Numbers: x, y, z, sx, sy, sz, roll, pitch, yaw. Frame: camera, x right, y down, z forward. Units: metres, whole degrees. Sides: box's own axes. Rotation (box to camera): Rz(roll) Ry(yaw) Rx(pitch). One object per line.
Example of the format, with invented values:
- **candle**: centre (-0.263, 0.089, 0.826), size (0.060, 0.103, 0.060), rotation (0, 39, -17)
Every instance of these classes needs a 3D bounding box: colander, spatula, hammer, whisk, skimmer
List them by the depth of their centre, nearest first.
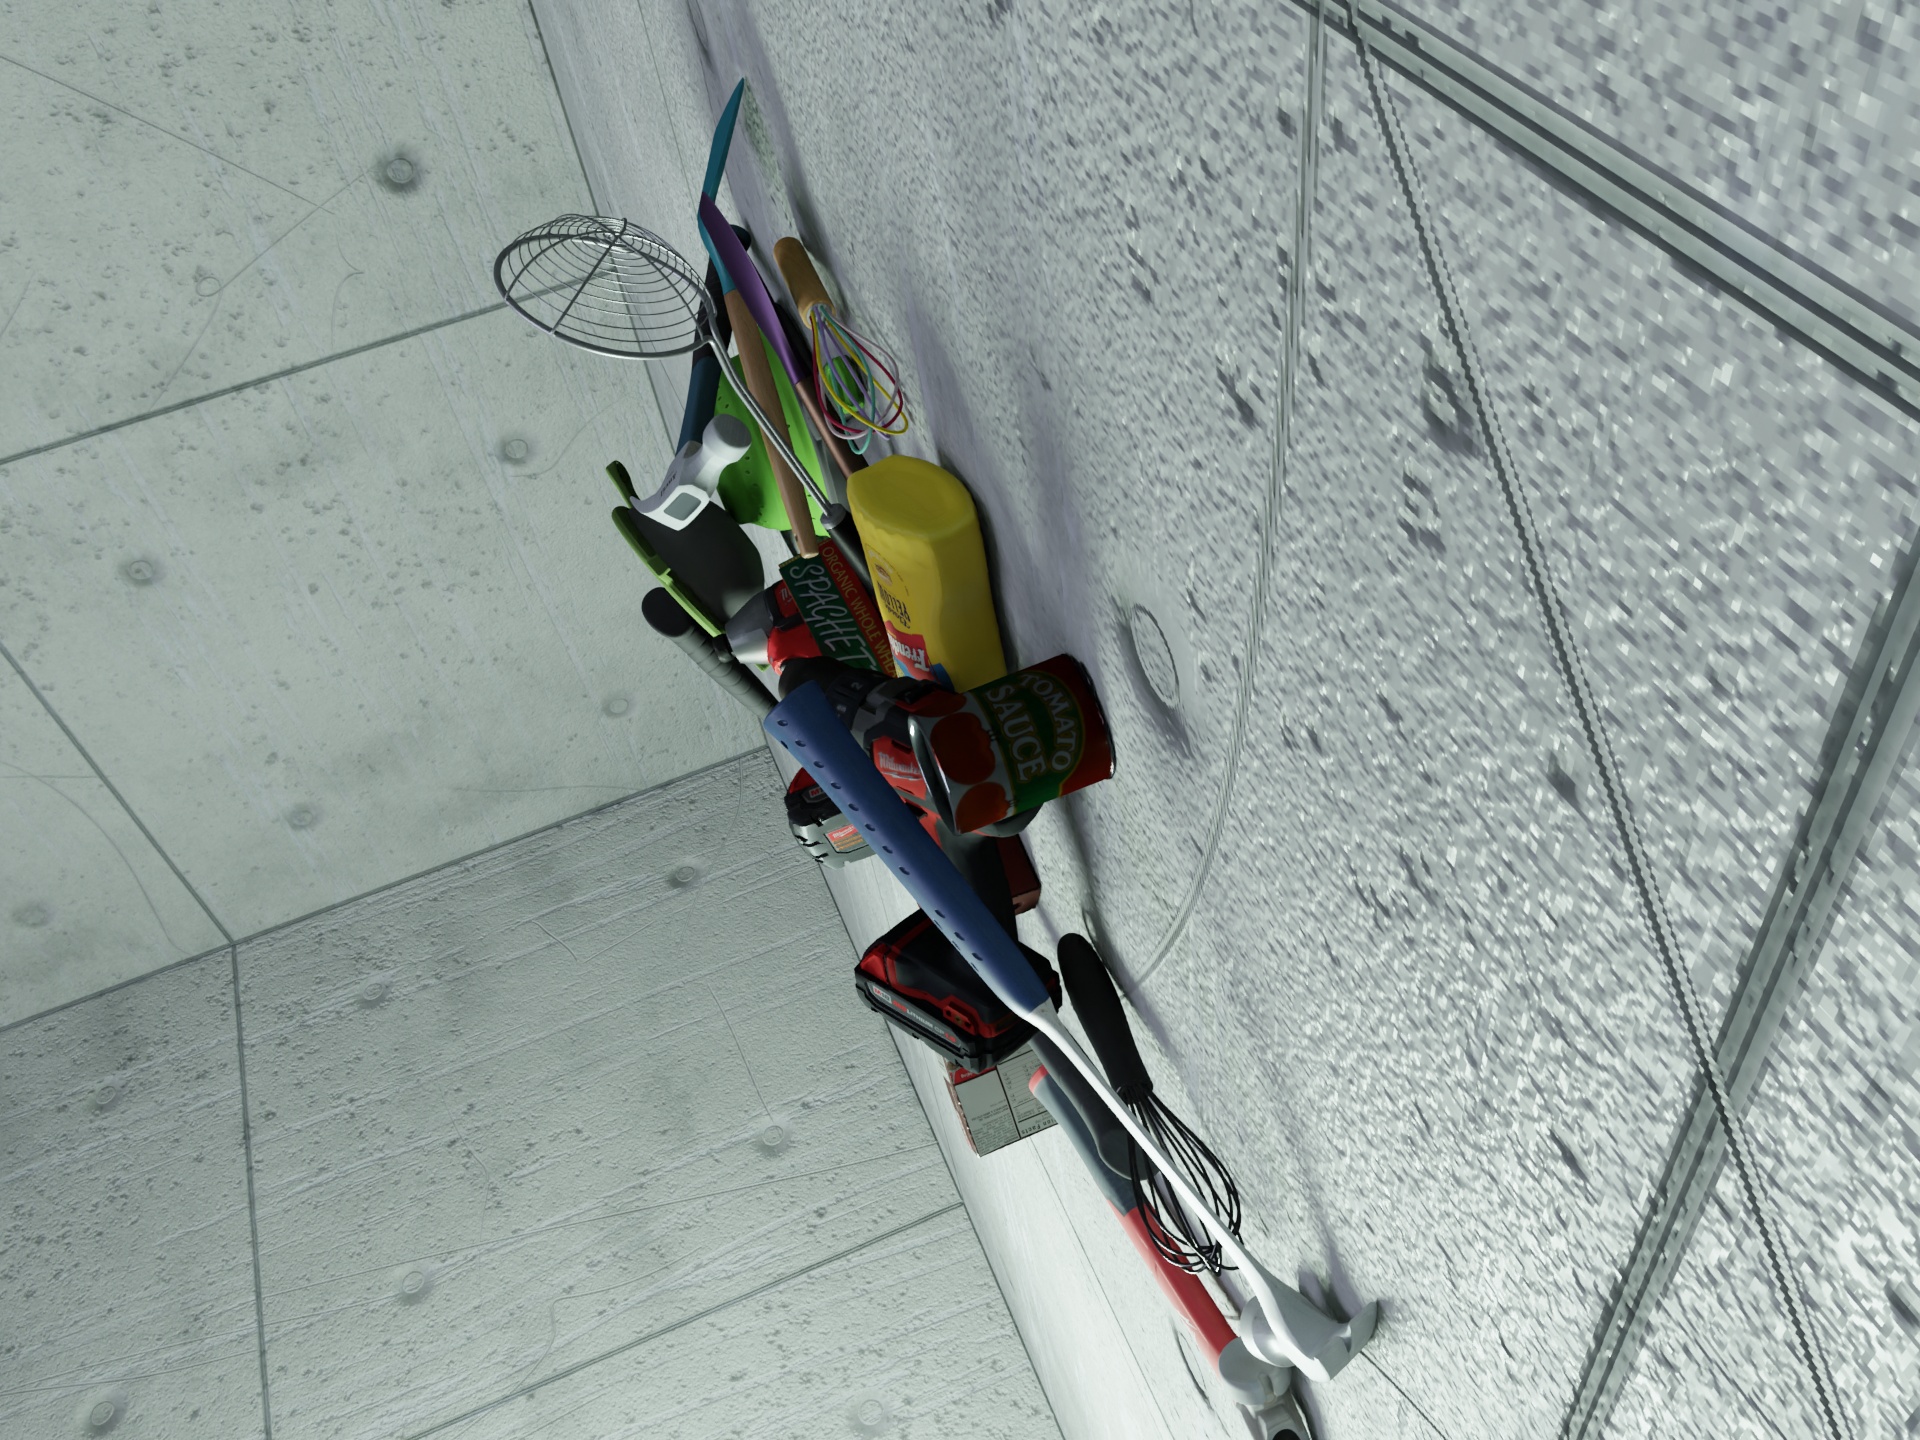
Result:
- **hammer**: centre (0.045, 0.143, 0.755), size (0.405, 0.035, 0.144), rotation (50, 165, 8)
- **whisk**: centre (0.100, 0.208, 0.896), size (0.239, 0.055, 0.055), rotation (-114, 9, -47)
- **whisk**: centre (-0.079, -0.237, 0.979), size (0.245, 0.047, 0.051), rotation (-114, 21, -46)
- **skimmer**: centre (-0.138, -0.163, 0.998), size (0.362, 0.090, 0.127), rotation (53, -154, -32)
- **spatula**: centre (-0.087, -0.195, 1.014), size (0.316, 0.018, 0.060), rotation (60, 166, -2)
- **hammer**: centre (0.128, 0.350, 1.046), size (0.387, 0.038, 0.143), rotation (-131, 21, -65)
- **spatula**: centre (-0.133, -0.264, 1.064), size (0.082, 0.044, 0.317), rotation (-21, 84, 65)
- **hammer**: centre (0.026, 0.178, 1.143), size (0.149, 0.036, 0.409), rotation (31, -169, -40)
- **hammer**: centre (-0.184, -0.265, 1.169), size (0.128, 0.033, 0.331), rotation (-43, 33, 37)
- **colander**: centre (-0.141, -0.216, 1.192), size (0.397, 0.094, 0.204), rotation (-162, 52, -78)
- **hammer**: centre (-0.160, -0.010, 1.340), size (0.146, 0.035, 0.334), rotation (47, 179, 42)

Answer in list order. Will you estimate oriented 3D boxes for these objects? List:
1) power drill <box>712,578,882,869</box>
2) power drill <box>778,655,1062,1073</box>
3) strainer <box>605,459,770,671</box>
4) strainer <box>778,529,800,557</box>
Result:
- **power drill**: centre (-0.092, -0.014, 1.135), size (0.078, 0.143, 0.220), rotation (66, -176, -58)
- **power drill**: centre (-0.026, 0.073, 0.927), size (0.188, 0.080, 0.226), rotation (24, 133, 39)
- **strainer**: centre (-0.220, -0.157, 1.271), size (0.151, 0.069, 0.257), rotation (46, -176, -47)
- **strainer**: centre (-0.143, -0.149, 1.520), size (0.258, 0.050, 0.087), rotation (74, 177, -59)
